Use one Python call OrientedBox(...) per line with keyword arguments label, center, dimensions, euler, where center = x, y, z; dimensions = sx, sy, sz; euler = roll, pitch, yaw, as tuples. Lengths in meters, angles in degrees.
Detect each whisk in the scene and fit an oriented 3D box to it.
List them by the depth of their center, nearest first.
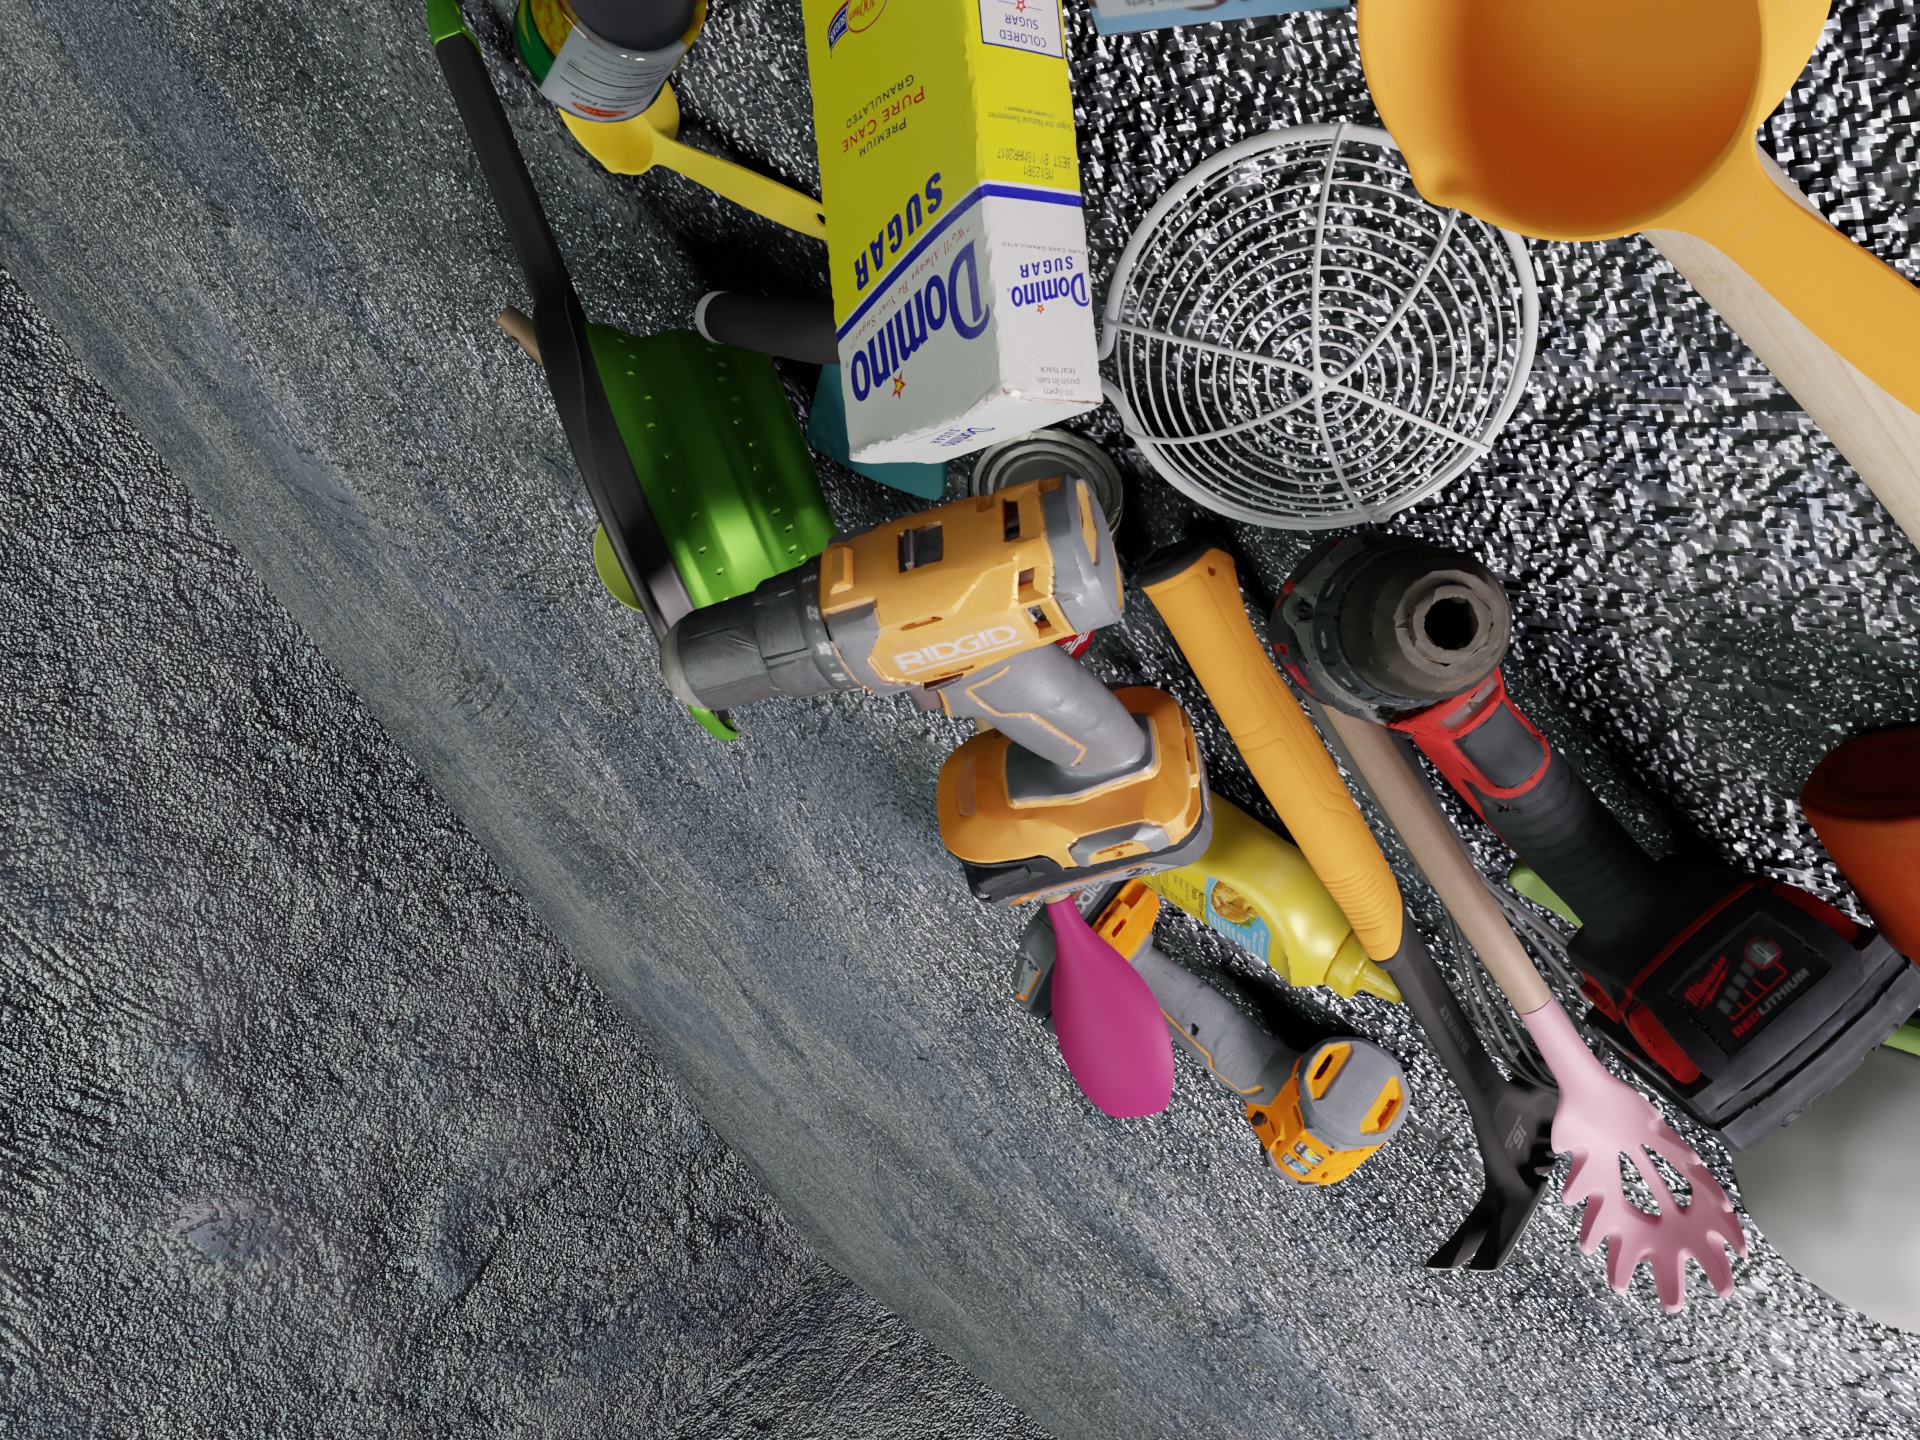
OrientedBox(label="whisk", center=(0.206, 0.060, 0.666), dimensions=(0.239, 0.055, 0.055), euler=(55, 155, -10))

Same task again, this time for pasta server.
OrientedBox(label="pasta server", center=(0.214, 0.094, 0.632), dimensions=(0.060, 0.040, 0.316), euler=(-31, 96, 29))

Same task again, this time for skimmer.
OrientedBox(label="skimmer", center=(0.026, -0.147, 0.582), dimensions=(0.364, 0.090, 0.127), euler=(22, 136, 48))

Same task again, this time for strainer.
OrientedBox(label="strainer", center=(0.308, 0.149, 0.604), dimensions=(0.256, 0.069, 0.151), euler=(38, 156, 13))

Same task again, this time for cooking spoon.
OrientedBox(label="cooking spoon", center=(0.044, 0.073, 0.865), dimensions=(0.069, 0.017, 0.319), euler=(-16, 98, 30))

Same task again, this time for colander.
OrientedBox(label="colander", center=(-0.149, -0.190, 0.765), dimensions=(0.204, 0.094, 0.397), euler=(94, 154, -84))

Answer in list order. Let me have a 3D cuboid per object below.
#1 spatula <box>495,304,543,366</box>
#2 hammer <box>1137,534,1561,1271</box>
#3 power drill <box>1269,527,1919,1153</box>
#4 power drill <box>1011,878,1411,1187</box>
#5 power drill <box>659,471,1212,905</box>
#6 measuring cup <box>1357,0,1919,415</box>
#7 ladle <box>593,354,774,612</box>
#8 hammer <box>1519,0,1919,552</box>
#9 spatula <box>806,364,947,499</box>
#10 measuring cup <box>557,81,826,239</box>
OrientedBox(label="spatula", center=(-0.128, -0.119, 0.891), dimensions=(0.315, 0.018, 0.060), euler=(41, 158, -23))
OrientedBox(label="hammer", center=(0.167, 0.073, 0.681), dimensions=(0.034, 0.127, 0.336), euler=(-18, 109, 48))
OrientedBox(label="power drill", center=(0.194, 0.027, 0.514), dimensions=(0.227, 0.080, 0.188), euler=(46, -175, 1))
OrientedBox(label="power drill", center=(0.142, 0.190, 0.941), dimensions=(0.226, 0.084, 0.164), euler=(34, 155, 16))
OrientedBox(label="power drill", center=(-0.001, -0.002, 0.675), dimensions=(0.185, 0.084, 0.226), euler=(-15, 144, 17))
OrientedBox(label="measuring cup", center=(0.167, -0.125, 0.333), dimensions=(0.173, 0.052, 0.095), euler=(41, 154, 2))
OrientedBox(label="ladle", center=(-0.157, -0.142, 0.925), dimensions=(0.078, 0.062, 0.320), euler=(45, 154, -3))
OrientedBox(label="hammer", center=(0.206, -0.115, 0.390), dimensions=(0.410, 0.038, 0.146), euler=(47, 155, -4))
OrientedBox(label="spatula", center=(-0.047, -0.225, 0.620), dimensions=(0.082, 0.044, 0.317), euler=(27, 150, 27))
OrientedBox(label="measuring cup", center=(-0.111, -0.256, 0.711), dimensions=(0.156, 0.029, 0.062), euler=(28, 154, 10))
